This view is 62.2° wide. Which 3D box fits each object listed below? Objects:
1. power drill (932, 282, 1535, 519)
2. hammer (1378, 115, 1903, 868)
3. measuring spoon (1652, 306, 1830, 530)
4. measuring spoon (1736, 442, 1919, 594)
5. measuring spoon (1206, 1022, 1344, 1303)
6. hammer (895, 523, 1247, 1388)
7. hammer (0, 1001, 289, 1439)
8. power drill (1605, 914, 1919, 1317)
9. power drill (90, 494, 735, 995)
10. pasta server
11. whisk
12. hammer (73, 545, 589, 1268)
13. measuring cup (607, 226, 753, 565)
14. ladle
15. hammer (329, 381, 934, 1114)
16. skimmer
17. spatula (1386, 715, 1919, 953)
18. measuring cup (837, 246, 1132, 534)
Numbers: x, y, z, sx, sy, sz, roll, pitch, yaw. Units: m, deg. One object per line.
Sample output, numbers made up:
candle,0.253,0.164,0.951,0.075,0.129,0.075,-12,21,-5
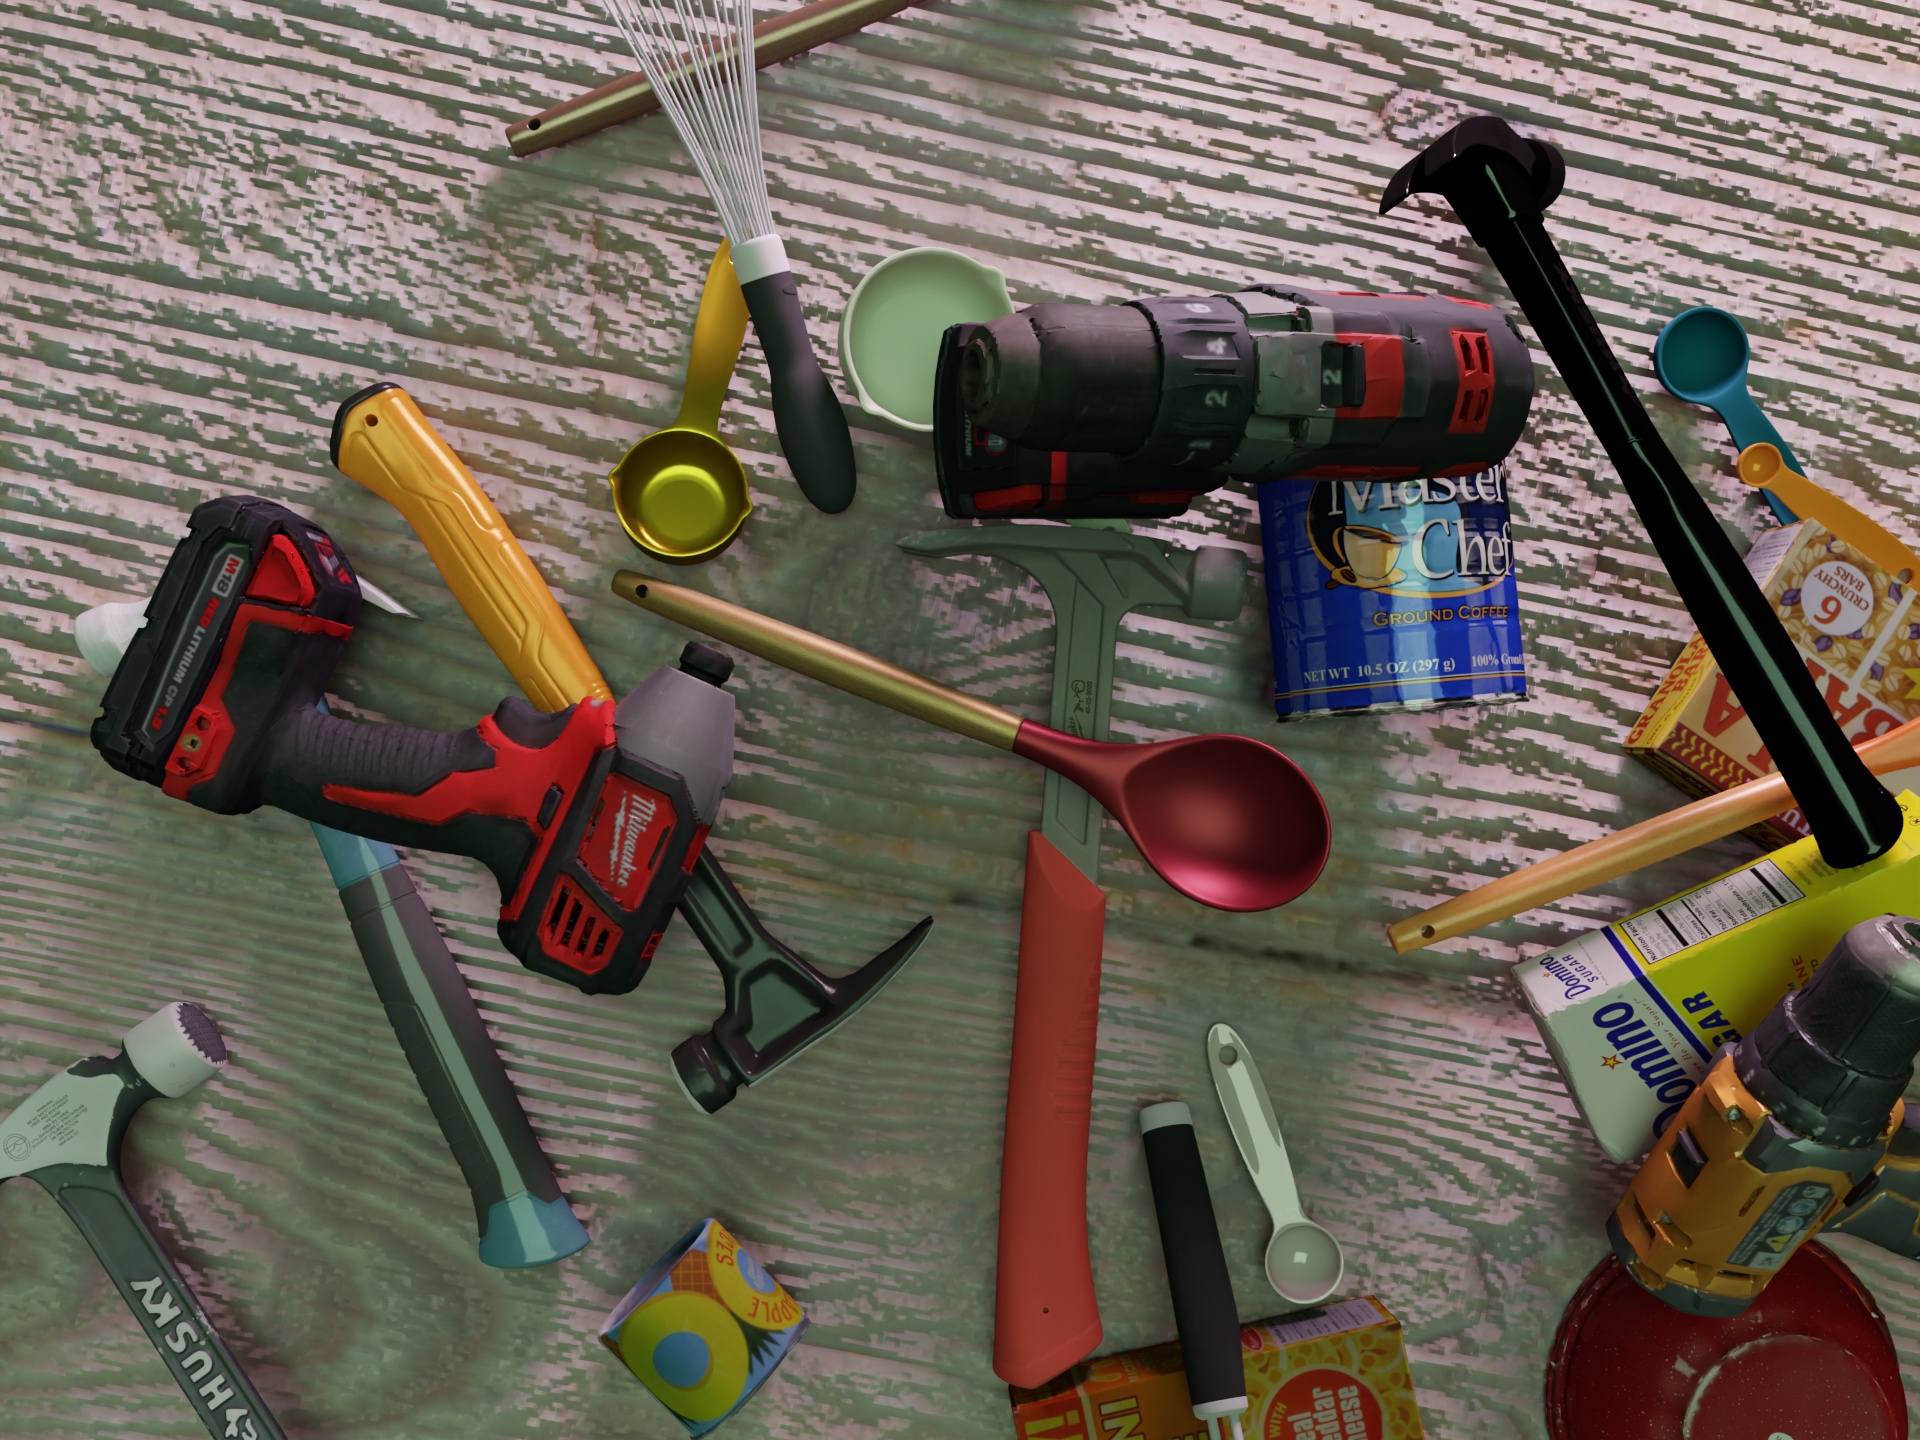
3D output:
power drill,0.060,-0.113,0.569,0.187,0.227,0.080,-3,97,-22
hammer,0.276,-0.096,0.635,0.035,0.146,0.335,-33,79,40
measuring spoon,0.353,-0.128,0.719,0.042,0.021,0.128,-36,99,2
measuring spoon,0.391,-0.088,0.713,0.117,0.011,0.021,32,99,-12
measuring spoon,0.133,0.192,0.696,0.034,0.018,0.124,-19,82,-3
hammer,0.033,0.097,0.678,0.149,0.036,0.359,5,89,6
hammer,-0.267,0.322,0.634,0.149,0.036,0.409,-35,84,-8
power drill,0.397,0.166,0.630,0.226,0.084,0.185,11,121,-10
power drill,-0.199,0.003,0.622,0.219,0.078,0.143,25,88,-5
pasta server,-0.051,-0.314,0.693,0.316,0.040,0.060,-22,77,-2
whisk,-0.093,-0.222,0.657,0.070,0.070,0.284,-18,102,-3
hammer,-0.245,0.079,0.671,0.128,0.033,0.331,-25,89,-2
measuring cup,-0.111,-0.141,0.695,0.062,0.029,0.157,12,75,-5
ladle,-0.001,-0.002,0.653,0.315,0.031,0.069,21,92,8
hammer,-0.152,-0.004,0.678,0.127,0.034,0.337,-35,90,-3
skimmer,0.097,0.318,0.584,0.127,0.090,0.364,-23,60,26
spatula,0.331,0.033,0.667,0.322,0.041,0.081,-21,91,2
measuring cup,0.015,-0.131,0.696,0.083,0.038,0.167,-46,107,-4
